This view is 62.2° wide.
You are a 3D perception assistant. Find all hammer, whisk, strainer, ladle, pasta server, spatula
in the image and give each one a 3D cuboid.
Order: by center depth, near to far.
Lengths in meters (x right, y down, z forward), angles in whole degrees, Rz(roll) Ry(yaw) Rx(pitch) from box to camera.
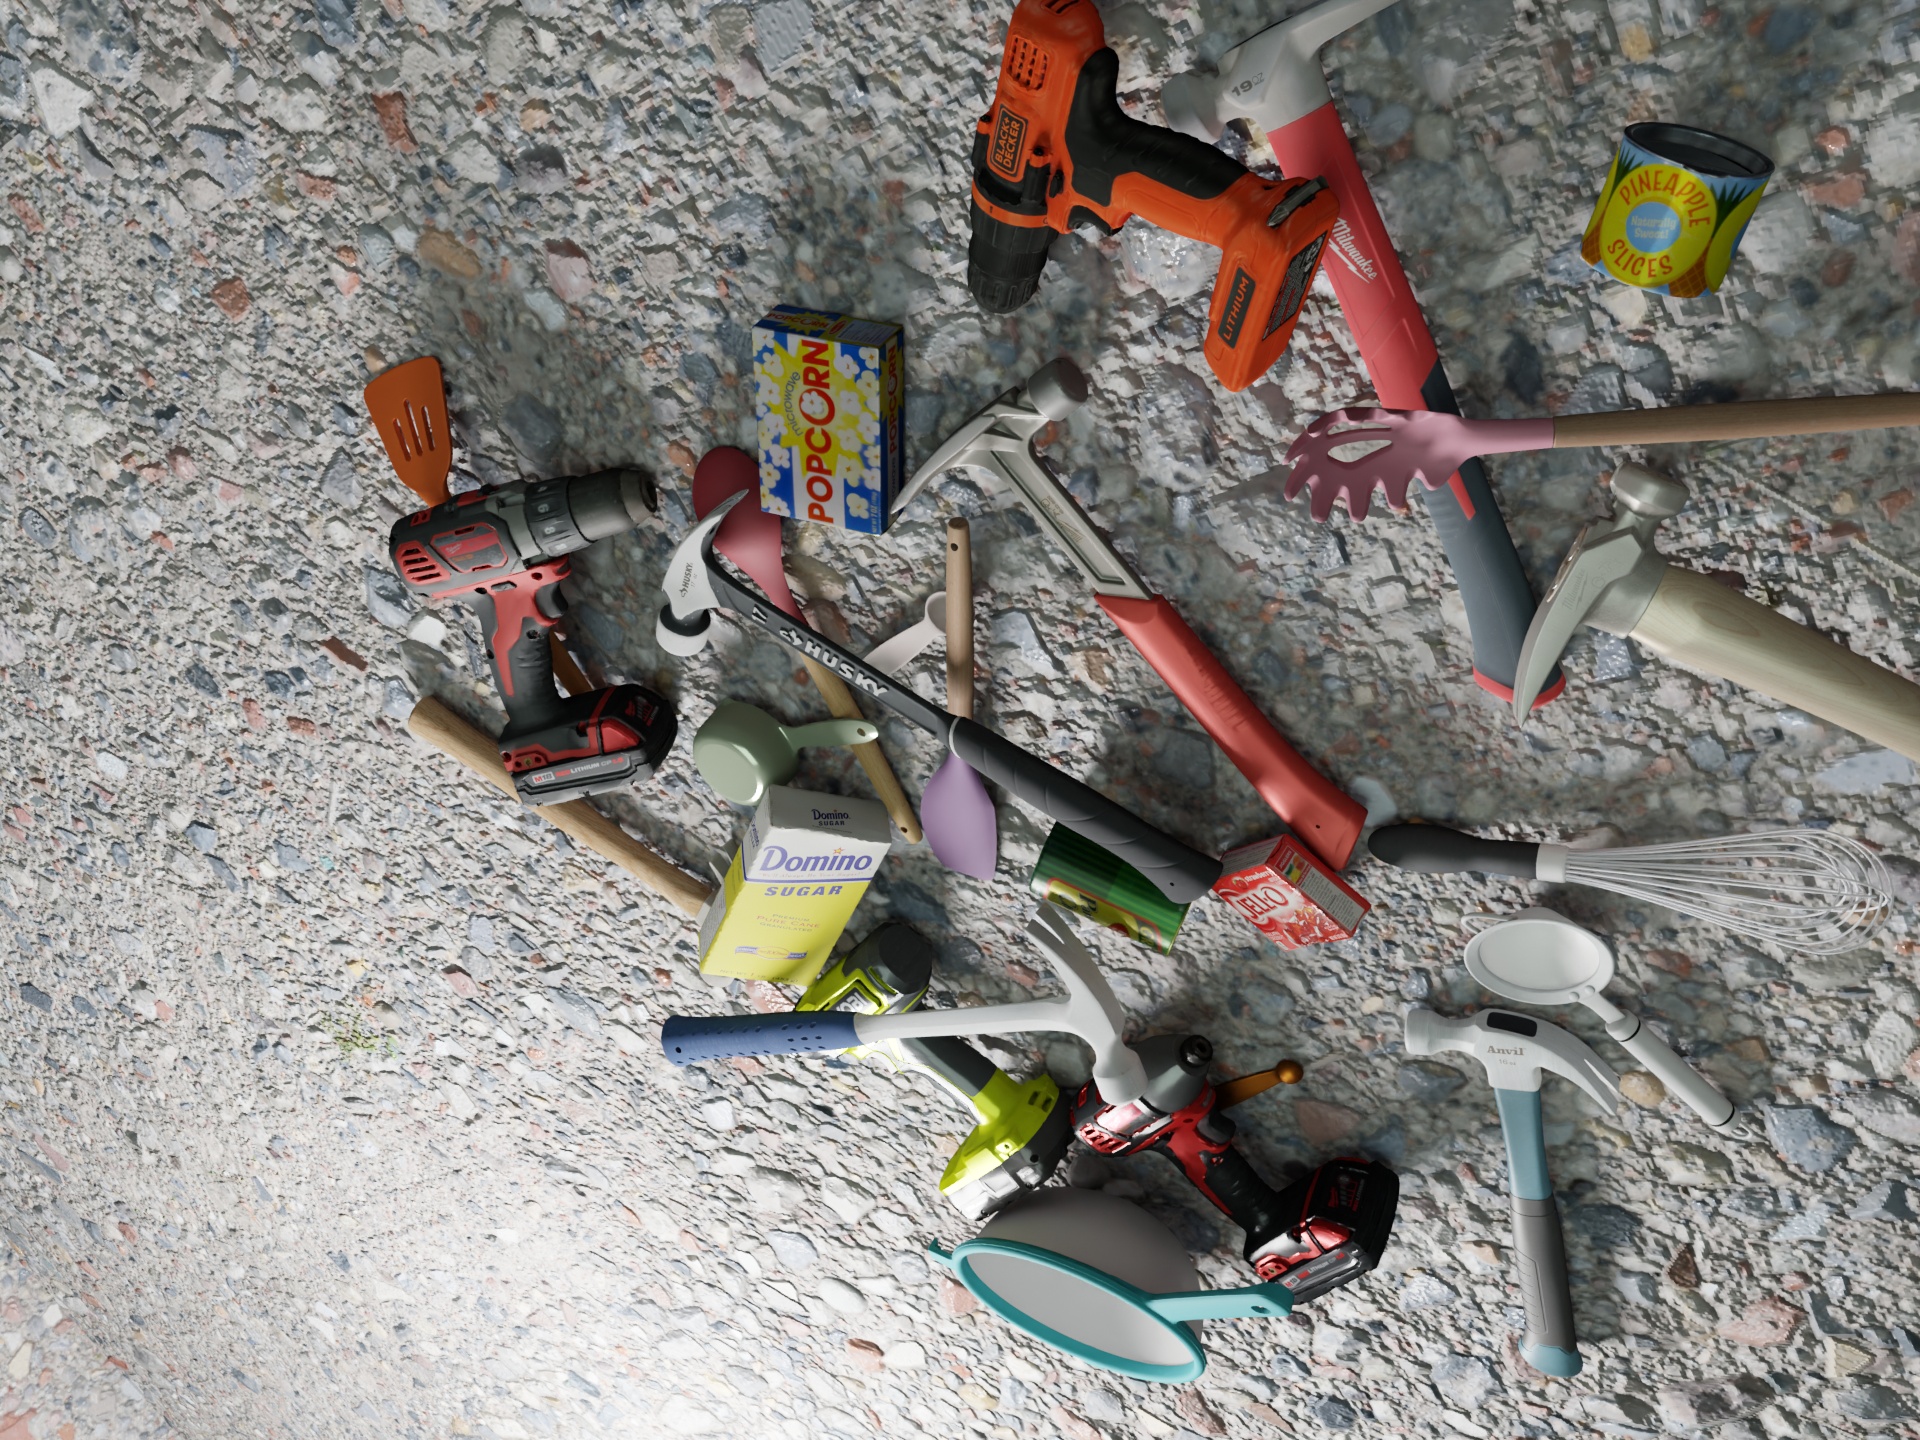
[{"bbox_3d":[0.318,-0.138,0.776,0.316,0.040,0.060,-2,132,14],"label":"pasta server"},{"bbox_3d":[0.495,0.015,0.809,0.410,0.038,0.146,25,110,6],"label":"hammer"},{"bbox_3d":[0.248,-0.177,0.819,0.143,0.038,0.386,-17,113,32],"label":"hammer"},{"bbox_3d":[0.379,0.088,0.926,0.285,0.070,0.070,4,124,29],"label":"whisk"},{"bbox_3d":[0.119,-0.044,0.974,0.149,0.037,0.359,-33,103,38],"label":"hammer"},{"bbox_3d":[0.405,0.183,0.987,0.258,0.050,0.087,41,136,-12],"label":"strainer"},{"bbox_3d":[-0.014,-0.004,1.019,0.409,0.036,0.149,31,140,6],"label":"hammer"},{"bbox_3d":[-0.002,-0.003,1.051,0.060,0.018,0.315,18,136,18],"label":"spatula"},{"bbox_3d":[-0.099,-0.042,1.091,0.069,0.031,0.315,-9,119,37],"label":"ladle"},{"bbox_3d":[0.394,0.334,1.099,0.128,0.033,0.330,-1,121,28],"label":"hammer"},{"bbox_3d":[-0.328,-0.108,1.161,0.081,0.041,0.322,-13,119,32],"label":"spatula"},{"bbox_3d":[-0.065,0.219,1.164,0.405,0.035,0.144,-11,109,34],"label":"hammer"},{"bbox_3d":[0.140,0.411,1.208,0.211,0.095,0.340,39,145,-15],"label":"strainer"},{"bbox_3d":[-0.298,0.082,1.268,0.331,0.031,0.130,34,130,2],"label":"hammer"}]

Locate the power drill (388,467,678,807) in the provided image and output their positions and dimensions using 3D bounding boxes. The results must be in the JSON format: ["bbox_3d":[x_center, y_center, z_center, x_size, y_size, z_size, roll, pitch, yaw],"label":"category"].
[{"bbox_3d":[-0.273,-0.065,1.117,0.188,0.080,0.226,-13,116,12],"label":"power drill"}]

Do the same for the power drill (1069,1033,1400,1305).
[{"bbox_3d":[0.198,0.312,1.145,0.219,0.079,0.143,37,134,-1],"label":"power drill"}]

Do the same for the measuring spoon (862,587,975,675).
[{"bbox_3d":[-0.031,-0.056,1.058,0.034,0.018,0.124,48,136,-10],"label":"measuring spoon"}]

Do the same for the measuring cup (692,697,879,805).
[{"bbox_3d":[-0.125,0.022,1.122,0.167,0.038,0.083,-8,121,42],"label":"measuring cup"}]

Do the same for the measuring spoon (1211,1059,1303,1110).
[{"bbox_3d":[0.203,0.274,1.166,0.021,0.011,0.117,48,129,-10],"label":"measuring spoon"}]

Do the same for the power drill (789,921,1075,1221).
[{"bbox_3d":[-0.029,0.277,1.244,0.223,0.080,0.171,44,129,-2],"label":"power drill"}]
